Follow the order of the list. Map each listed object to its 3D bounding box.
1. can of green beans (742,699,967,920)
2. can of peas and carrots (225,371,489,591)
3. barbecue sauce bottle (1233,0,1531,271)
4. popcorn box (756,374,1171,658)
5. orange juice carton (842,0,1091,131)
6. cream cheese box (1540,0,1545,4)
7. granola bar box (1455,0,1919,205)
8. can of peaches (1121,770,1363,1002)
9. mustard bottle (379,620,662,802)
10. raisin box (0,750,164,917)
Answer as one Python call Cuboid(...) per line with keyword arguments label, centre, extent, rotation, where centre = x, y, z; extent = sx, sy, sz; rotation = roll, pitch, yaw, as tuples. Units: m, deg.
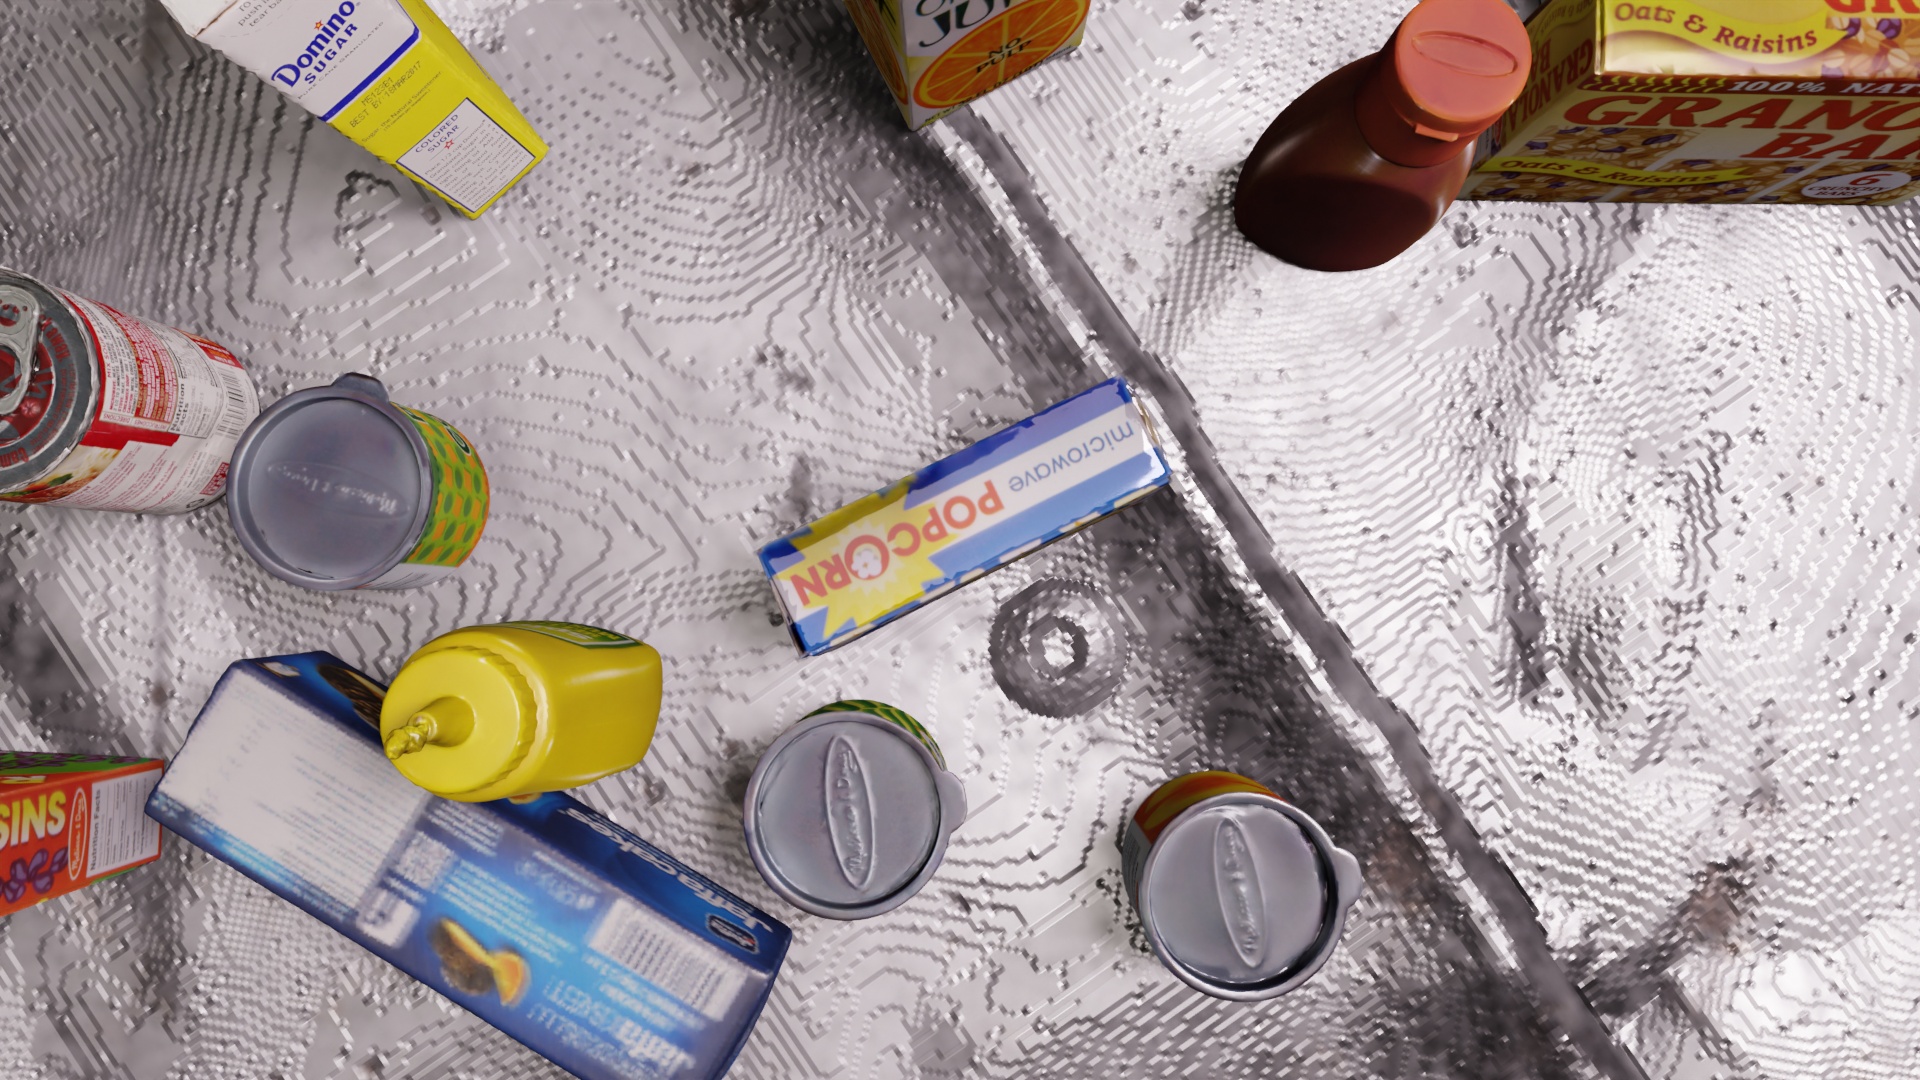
Cuboid(label="can of green beans", centre=(-0.036, 0.088, 0.466), extent=(0.071, 0.058, 0.071), rotation=(0, 87, 0))
Cuboid(label="can of peas and carrots", centre=(-0.200, -0.018, 0.470), extent=(0.071, 0.058, 0.071), rotation=(0, 87, 0))
Cuboid(label="barbecue sauce bottle", centre=(0.130, -0.122, 0.433), extent=(0.065, 0.148, 0.043), rotation=(15, 88, 0))
Cuboid(label="popcorn box", centre=(0.002, -0.006, 0.458), extent=(0.127, 0.085, 0.038), rotation=(-26, 88, -1))
Cuboid(label="orange juice carton", centre=(-0.003, -0.199, 0.414), extent=(0.072, 0.192, 0.073), rotation=(-28, 88, -1))
Cuboid(label="cream cheese box", centre=(0.222, -0.224, 0.486), extent=(0.024, 0.053, 0.104), rotation=(-6, 87, 0))
Cuboid(label="granola bar box", centre=(0.259, -0.144, 0.447), extent=(0.166, 0.124, 0.039), rotation=(1, 88, 0))
Cuboid(label="can of peaches", centre=(0.092, 0.113, 0.466), extent=(0.071, 0.058, 0.071), rotation=(0, 87, 0))
Cuboid(label="mustard bottle", centre=(-0.133, 0.050, 0.417), extent=(0.065, 0.160, 0.049), rotation=(8, 88, 0))
Cuboid(label="raisin box", centre=(-0.325, 0.093, 0.432), extent=(0.086, 0.123, 0.040), rotation=(3, 88, 0))
